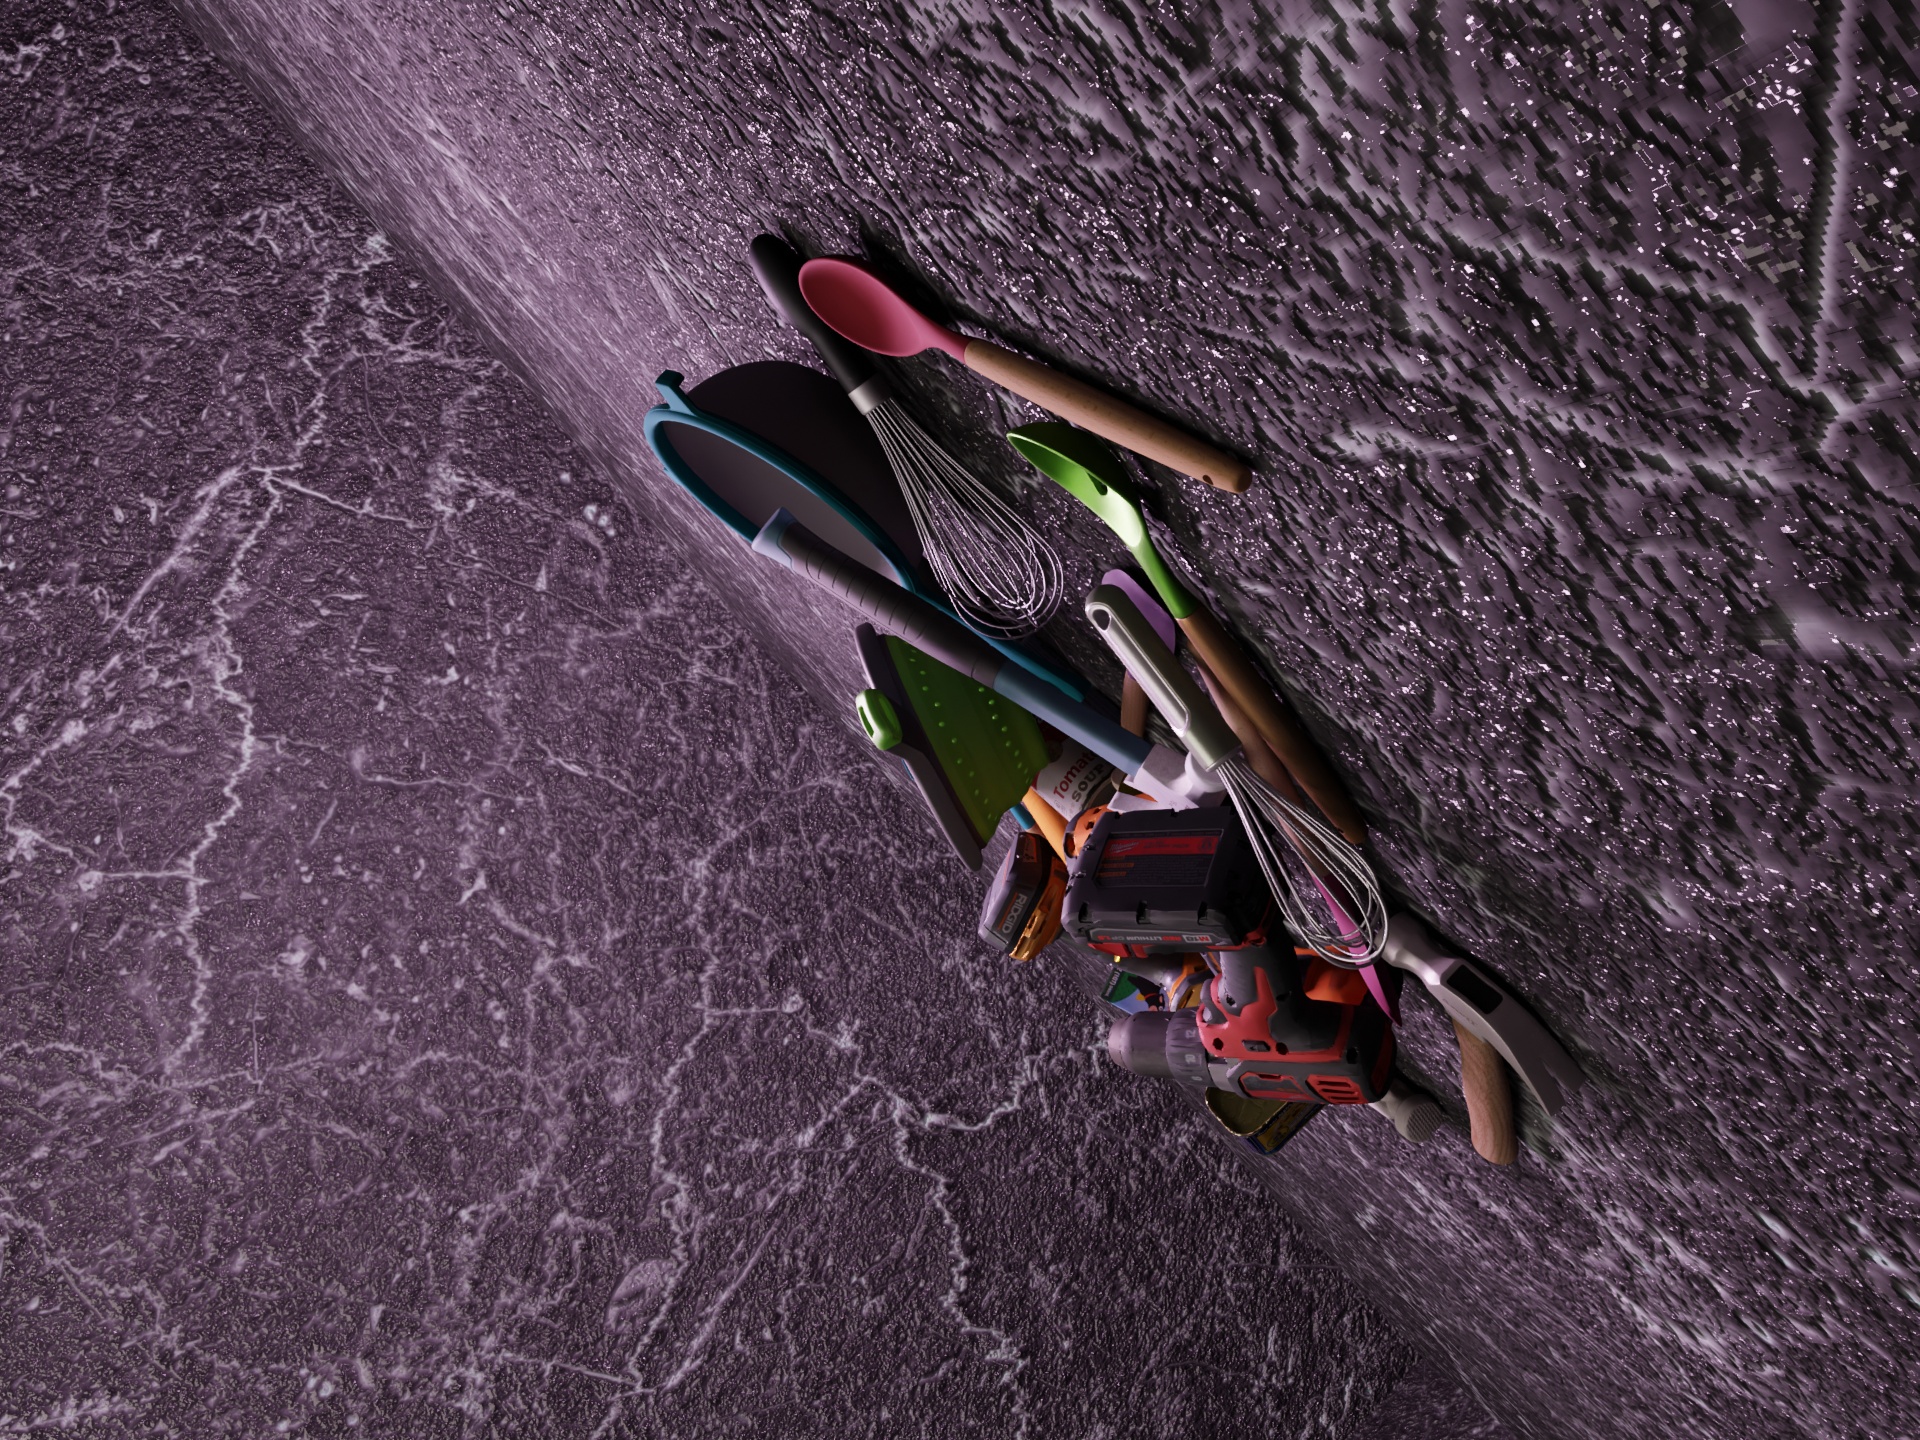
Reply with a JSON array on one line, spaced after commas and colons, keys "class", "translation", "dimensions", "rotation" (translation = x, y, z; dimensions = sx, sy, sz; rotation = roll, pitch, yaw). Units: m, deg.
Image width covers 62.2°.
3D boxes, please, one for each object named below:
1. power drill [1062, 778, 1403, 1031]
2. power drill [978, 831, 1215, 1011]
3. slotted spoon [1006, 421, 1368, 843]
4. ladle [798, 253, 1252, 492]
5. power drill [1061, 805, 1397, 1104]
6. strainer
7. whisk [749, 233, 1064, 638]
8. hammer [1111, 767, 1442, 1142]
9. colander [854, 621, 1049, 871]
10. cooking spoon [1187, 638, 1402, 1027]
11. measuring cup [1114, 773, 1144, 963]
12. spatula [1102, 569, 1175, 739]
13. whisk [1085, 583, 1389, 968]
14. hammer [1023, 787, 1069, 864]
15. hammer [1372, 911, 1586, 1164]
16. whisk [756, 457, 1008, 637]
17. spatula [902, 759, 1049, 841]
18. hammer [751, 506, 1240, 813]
[{"class": "power drill", "translation": [0.192, 0.129, 1.034], "dimensions": [0.164, 0.084, 0.226], "rotation": [-22, 117, 44]}, {"class": "power drill", "translation": [0.135, 0.179, 1.357], "dimensions": [0.226, 0.084, 0.185], "rotation": [26, -167, -1]}, {"class": "slotted spoon", "translation": [0.129, -0.040, 0.816], "dimensions": [0.313, 0.031, 0.070], "rotation": [48, 172, -26]}, {"class": "ladle", "translation": [0.021, -0.166, 0.750], "dimensions": [0.316, 0.031, 0.069], "rotation": [37, 170, 42]}, {"class": "power drill", "translation": [0.143, 0.154, 0.963], "dimensions": [0.188, 0.080, 0.226], "rotation": [-5, 135, 35]}, {"class": "strainer", "translation": [-0.043, -0.136, 1.055], "dimensions": [0.340, 0.095, 0.211], "rotation": [32, 168, -3]}, {"class": "whisk", "translation": [-0.033, -0.168, 0.945], "dimensions": [0.284, 0.070, 0.070], "rotation": [53, 171, -12]}, {"class": "hammer", "translation": [0.243, 0.180, 1.286], "dimensions": [0.410, 0.038, 0.146], "rotation": [50, 173, -23]}, {"class": "colander", "translation": [-0.002, -0.004, 1.112], "dimensions": [0.204, 0.094, 0.397], "rotation": [64, -178, 6]}, {"class": "cooking spoon", "translation": [0.201, 0.069, 0.928], "dimensions": [0.318, 0.017, 0.069], "rotation": [57, -157, -31]}, {"class": "measuring cup", "translation": [0.118, 0.096, 1.119], "dimensions": [0.029, 0.157, 0.062], "rotation": [21, 150, -7]}, {"class": "spatula", "translation": [0.111, -0.025, 1.013], "dimensions": [0.060, 0.018, 0.315], "rotation": [46, 171, 17]}, {"class": "whisk", "translation": [0.144, 0.027, 0.844], "dimensions": [0.246, 0.059, 0.057], "rotation": [54, 144, 9]}, {"class": "hammer", "translation": [0.066, 0.066, 1.361], "dimensions": [0.127, 0.034, 0.337], "rotation": [43, -173, -31]}, {"class": "hammer", "translation": [0.344, 0.234, 1.037], "dimensions": [0.130, 0.031, 0.331], "rotation": [41, 171, 35]}, {"class": "whisk", "translation": [-0.064, -0.145, 1.194], "dimensions": [0.295, 0.073, 0.073], "rotation": [44, 174, -22]}, {"class": "spatula", "translation": [0.072, 0.115, 1.453], "dimensions": [0.317, 0.044, 0.082], "rotation": [42, -171, -24]}, {"class": "hammer", "translation": [0.014, -0.036, 0.961], "dimensions": [0.331, 0.033, 0.128], "rotation": [32, 162, 10]}]
